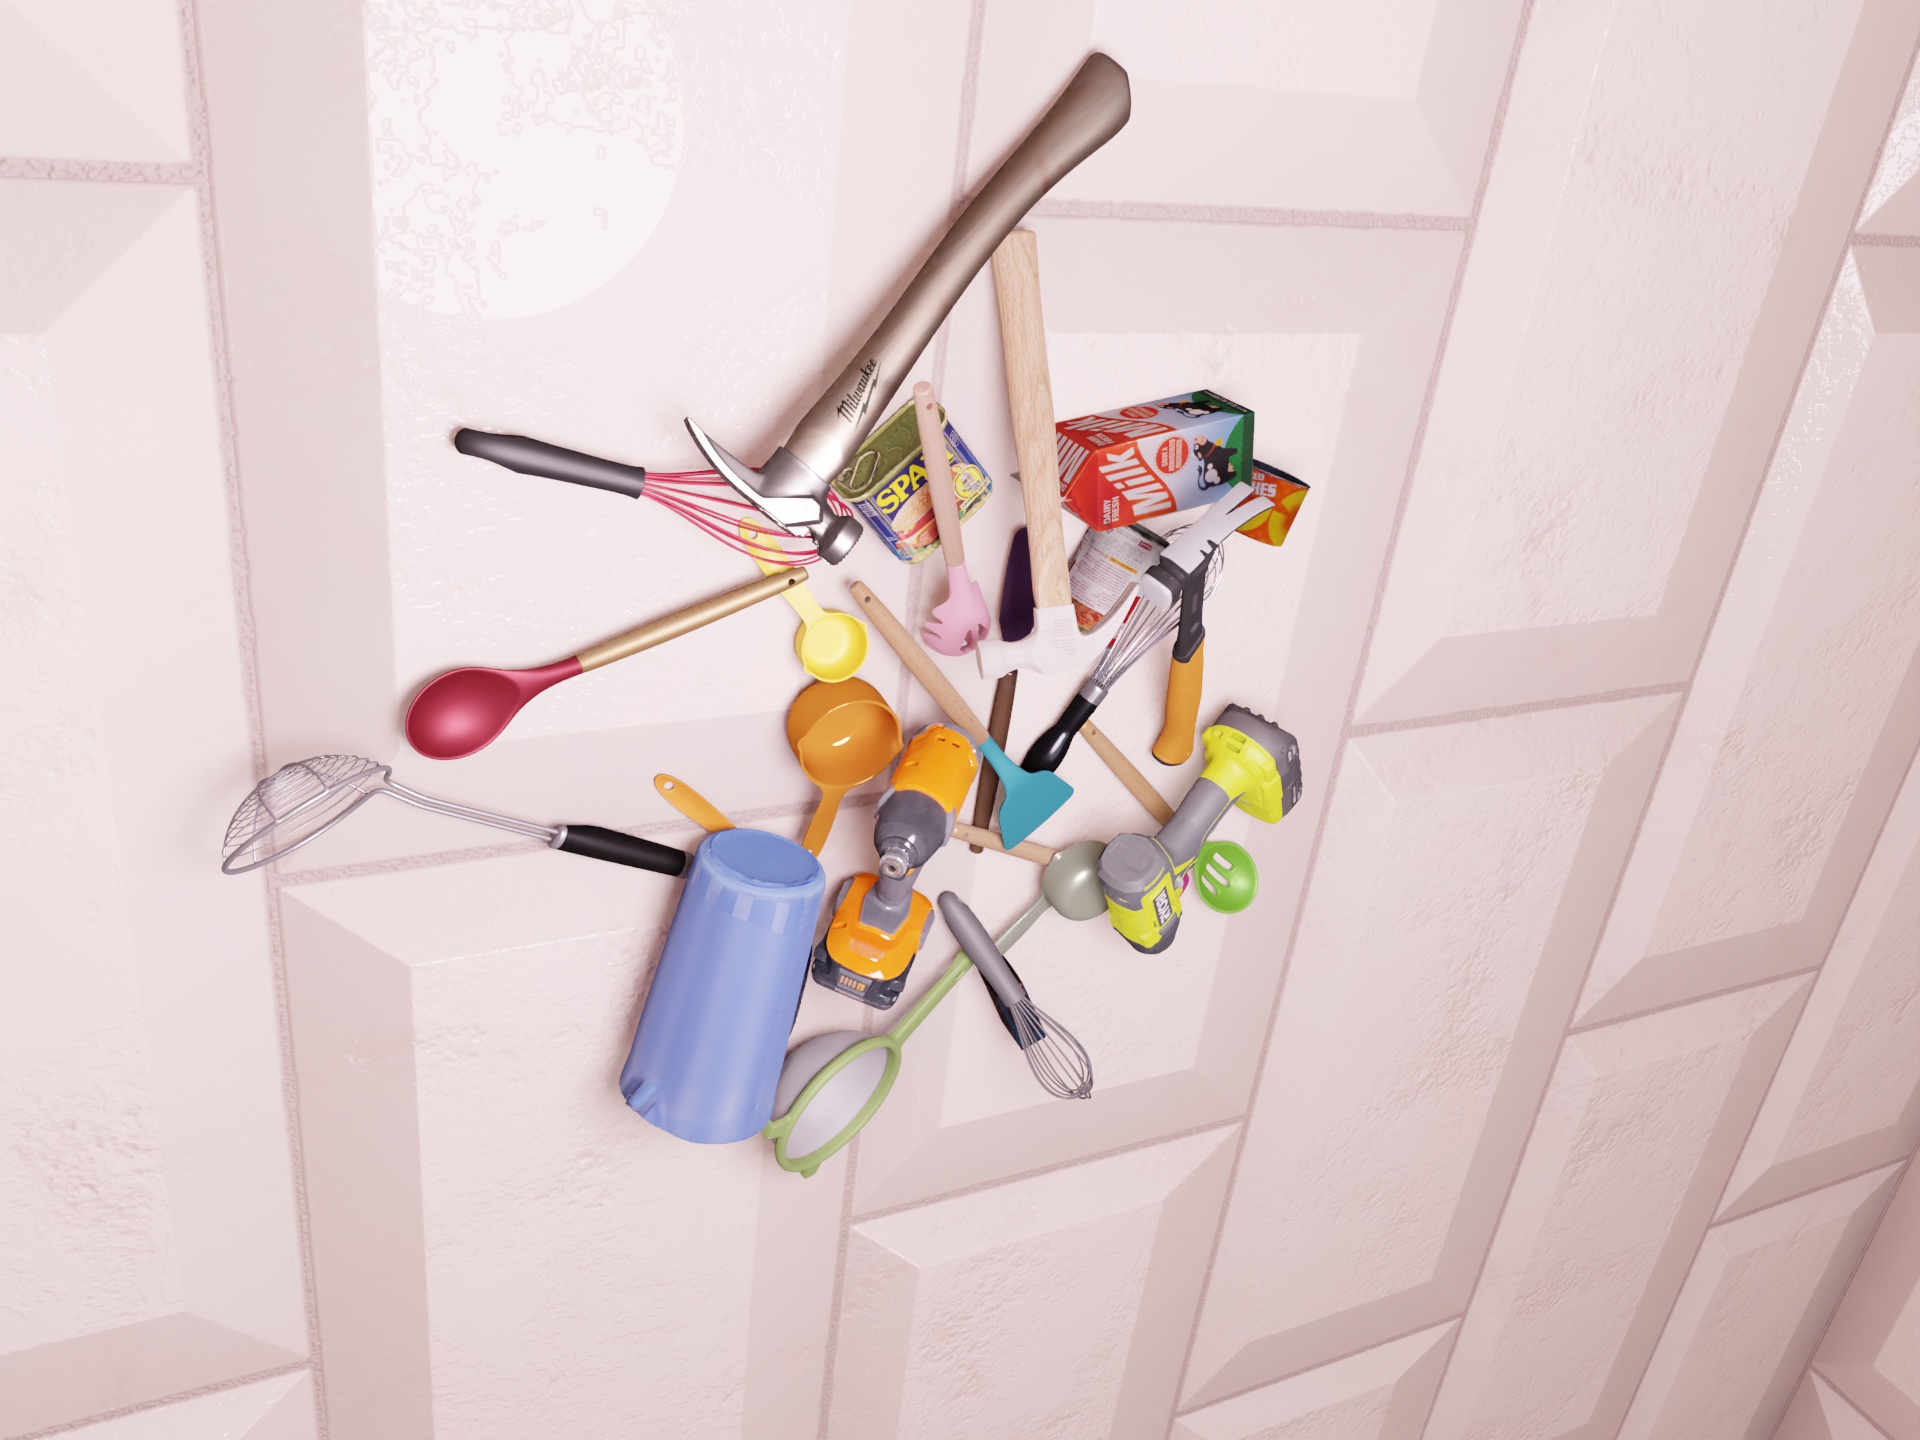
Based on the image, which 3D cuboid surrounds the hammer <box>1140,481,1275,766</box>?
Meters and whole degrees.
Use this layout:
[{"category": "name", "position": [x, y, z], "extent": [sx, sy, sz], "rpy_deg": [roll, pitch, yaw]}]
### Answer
[{"category": "hammer", "position": [0.197, -0.060, 1.350], "extent": [0.127, 0.034, 0.336], "rpy_deg": [-43, 156, -19]}]

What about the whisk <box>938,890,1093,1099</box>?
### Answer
[{"category": "whisk", "position": [0.051, 0.255, 1.470], "extent": [0.055, 0.055, 0.239], "rpy_deg": [-35, 96, -7]}]

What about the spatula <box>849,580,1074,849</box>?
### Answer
[{"category": "spatula", "position": [-0.002, -0.004, 1.330], "extent": [0.082, 0.044, 0.317], "rpy_deg": [-41, 122, -3]}]

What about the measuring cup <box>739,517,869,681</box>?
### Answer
[{"category": "measuring cup", "position": [-0.129, -0.097, 1.244], "extent": [0.062, 0.029, 0.156], "rpy_deg": [-39, 117, -9]}]

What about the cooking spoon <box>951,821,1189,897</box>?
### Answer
[{"category": "cooking spoon", "position": [0.106, 0.134, 1.494], "extent": [0.318, 0.017, 0.068], "rpy_deg": [19, 110, -40]}]

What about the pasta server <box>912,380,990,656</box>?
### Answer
[{"category": "pasta server", "position": [-0.012, -0.142, 1.194], "extent": [0.060, 0.040, 0.316], "rpy_deg": [-36, 150, -15]}]

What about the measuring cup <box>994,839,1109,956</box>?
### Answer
[{"category": "measuring cup", "position": [0.084, 0.183, 1.477], "extent": [0.167, 0.038, 0.083], "rpy_deg": [-44, 135, 5]}]

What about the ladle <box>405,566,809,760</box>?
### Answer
[{"category": "ladle", "position": [-0.258, -0.053, 1.181], "extent": [0.315, 0.031, 0.069], "rpy_deg": [-24, 126, -13]}]

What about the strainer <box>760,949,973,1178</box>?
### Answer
[{"category": "strainer", "position": [-0.093, 0.295, 1.460], "extent": [0.256, 0.069, 0.151], "rpy_deg": [-46, 152, -16]}]

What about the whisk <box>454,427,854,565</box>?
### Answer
[{"category": "whisk", "position": [-0.210, -0.164, 1.134], "extent": [0.295, 0.073, 0.073], "rpy_deg": [10, 112, -27]}]

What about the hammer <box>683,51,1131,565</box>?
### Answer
[{"category": "hammer", "position": [-0.022, -0.314, 1.130], "extent": [0.146, 0.038, 0.410], "rpy_deg": [38, 85, -15]}]

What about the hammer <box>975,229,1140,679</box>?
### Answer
[{"category": "hammer", "position": [0.061, -0.200, 1.206], "extent": [0.130, 0.031, 0.331], "rpy_deg": [-8, 101, -6]}]

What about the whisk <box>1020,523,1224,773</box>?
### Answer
[{"category": "whisk", "position": [0.136, -0.050, 1.392], "extent": [0.070, 0.070, 0.284], "rpy_deg": [24, 109, -37]}]

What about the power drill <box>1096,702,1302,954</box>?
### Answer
[{"category": "power drill", "position": [0.219, 0.108, 1.468], "extent": [0.223, 0.080, 0.171], "rpy_deg": [-47, 147, -18]}]

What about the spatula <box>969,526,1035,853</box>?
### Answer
[{"category": "spatula", "position": [0.040, -0.021, 1.378], "extent": [0.059, 0.018, 0.315], "rpy_deg": [-15, 125, -42]}]

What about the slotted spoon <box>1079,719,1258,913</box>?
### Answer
[{"category": "slotted spoon", "position": [0.197, 0.090, 1.525], "extent": [0.313, 0.031, 0.070], "rpy_deg": [45, 73, -36]}]

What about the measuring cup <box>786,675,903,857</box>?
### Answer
[{"category": "measuring cup", "position": [-0.111, 0.040, 1.313], "extent": [0.095, 0.052, 0.173], "rpy_deg": [3, 125, -31]}]

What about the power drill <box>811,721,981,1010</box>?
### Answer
[{"category": "power drill", "position": [-0.054, 0.130, 1.303], "extent": [0.084, 0.164, 0.226], "rpy_deg": [22, 125, 3]}]

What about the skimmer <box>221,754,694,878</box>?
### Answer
[{"category": "skimmer", "position": [-0.355, 0.100, 1.184], "extent": [0.363, 0.090, 0.127], "rpy_deg": [19, 139, -38]}]

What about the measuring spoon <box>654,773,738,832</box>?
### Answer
[{"category": "measuring spoon", "position": [-0.209, 0.076, 1.305], "extent": [0.021, 0.011, 0.116], "rpy_deg": [-43, 125, 5]}]
